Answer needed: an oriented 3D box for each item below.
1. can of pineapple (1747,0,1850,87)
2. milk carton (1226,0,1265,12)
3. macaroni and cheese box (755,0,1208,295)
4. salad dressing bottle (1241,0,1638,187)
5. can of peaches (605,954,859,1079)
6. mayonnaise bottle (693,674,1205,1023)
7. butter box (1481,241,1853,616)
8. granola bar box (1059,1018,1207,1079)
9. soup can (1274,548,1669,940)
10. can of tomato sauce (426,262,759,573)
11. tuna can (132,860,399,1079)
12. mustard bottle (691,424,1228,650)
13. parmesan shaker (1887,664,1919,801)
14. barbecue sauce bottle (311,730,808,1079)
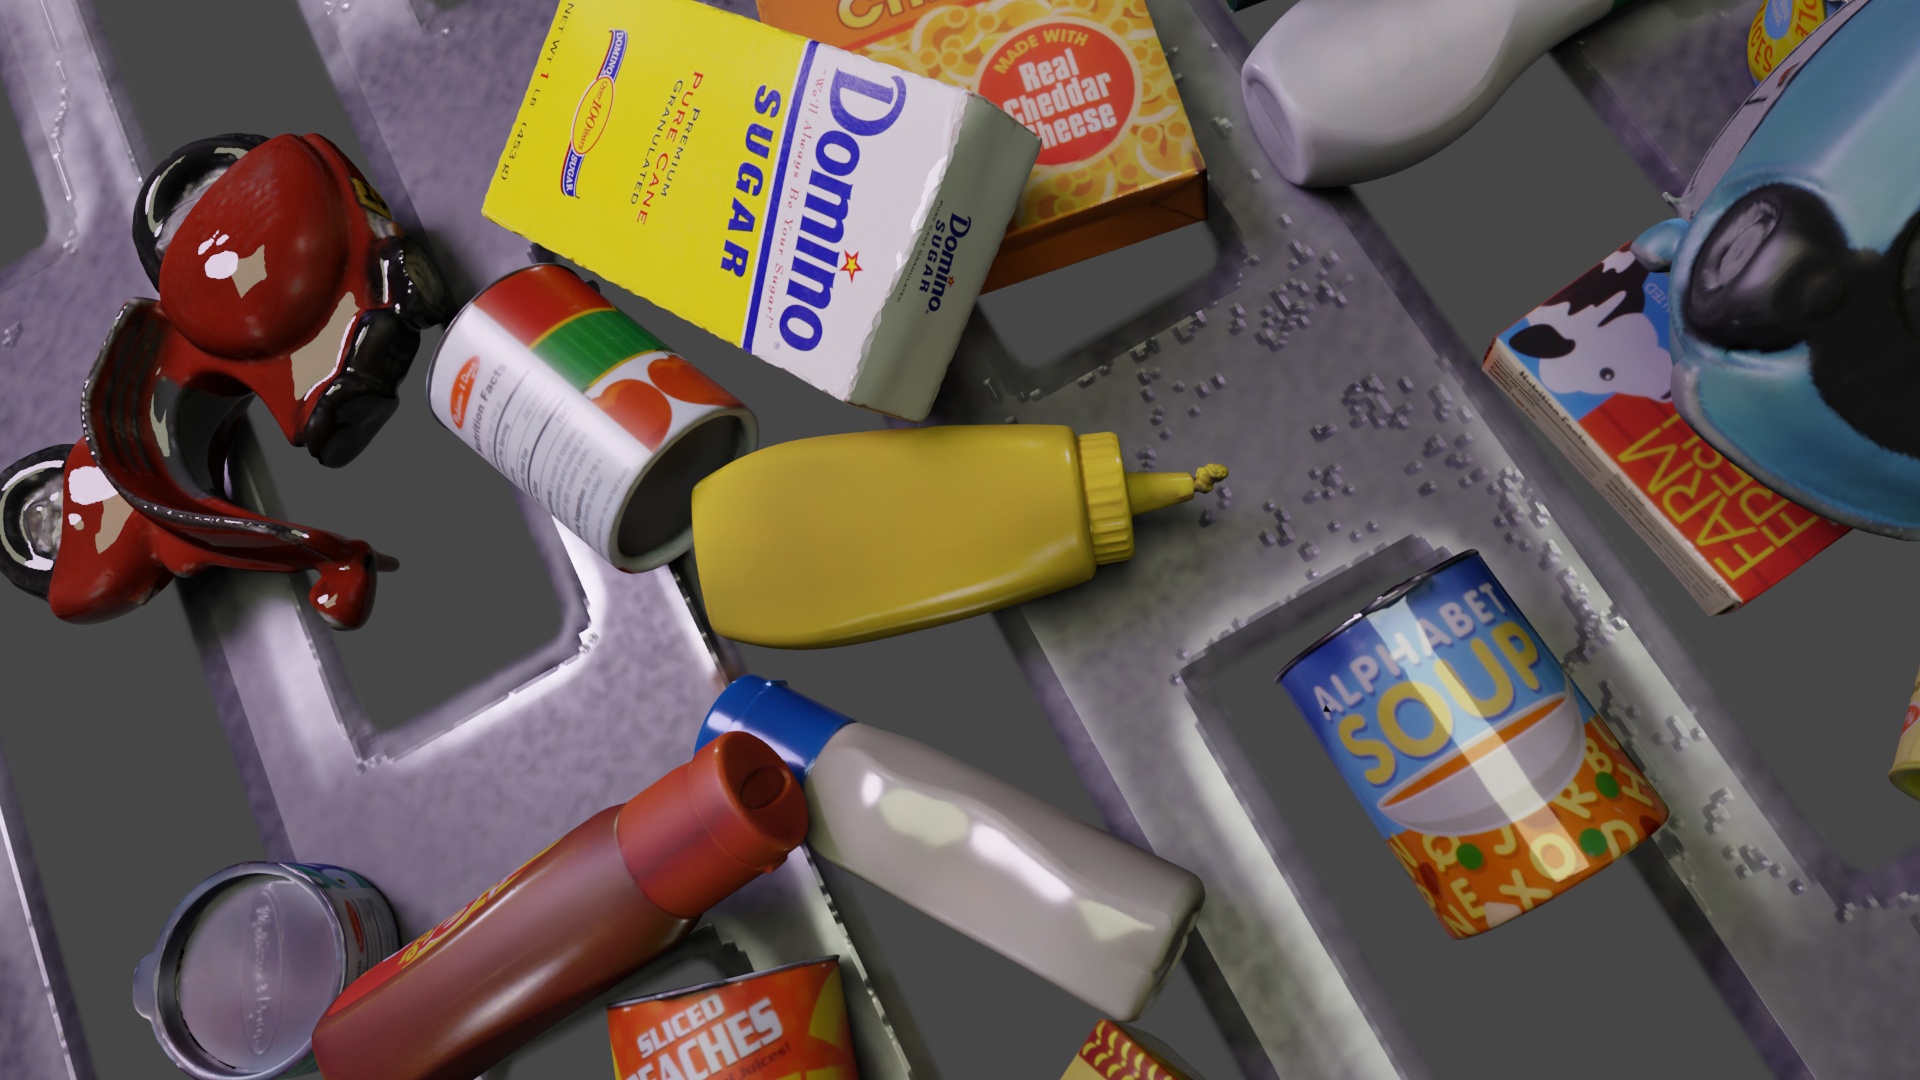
[{"bbox_3d":[0.277,-0.161,0.412,0.071,0.057,0.071,-3,75,10],"label":"can of pineapple"},{"bbox_3d":[0.086,-0.275,0.442,0.072,0.073,0.191,-19,72,4],"label":"milk carton"},{"bbox_3d":[-0.001,-0.168,0.473,0.124,0.040,0.167,-17,74,6],"label":"macaroni and cheese box"},{"bbox_3d":[0.165,-0.166,0.442,0.148,0.044,0.064,-27,78,1],"label":"salad dressing bottle"},{"bbox_3d":[-0.062,0.150,0.383,0.071,0.071,0.058,-14,75,6],"label":"can of peaches"},{"bbox_3d":[-0.006,0.084,0.397,0.148,0.065,0.041,23,93,19],"label":"mayonnaise bottle"},{"bbox_3d":[0.209,-0.033,0.408,0.053,0.024,0.104,-36,72,0],"label":"butter box"},{"bbox_3d":[0.066,0.213,0.322,0.166,0.039,0.124,28,81,45],"label":"granola bar box"},{"bbox_3d":[0.136,0.054,0.373,0.071,0.071,0.084,-32,73,1],"label":"soup can"},{"bbox_3d":[-0.115,-0.040,0.447,0.083,0.071,0.071,37,85,16],"label":"can of tomato sauce"},{"bbox_3d":[-0.215,0.135,0.434,0.071,0.032,0.071,-2,75,9],"label":"tuna can"},{"bbox_3d":[0.002,-0.005,0.424,0.160,0.049,0.065,-8,88,7],"label":"mustard bottle"},{"bbox_3d":[0.289,0.022,0.355,0.071,0.071,0.103,19,80,14],"label":"parmesan shaker"},{"bbox_3d":[-0.109,0.107,0.388,0.148,0.065,0.043,-36,85,17],"label":"barbecue sauce bottle"}]
